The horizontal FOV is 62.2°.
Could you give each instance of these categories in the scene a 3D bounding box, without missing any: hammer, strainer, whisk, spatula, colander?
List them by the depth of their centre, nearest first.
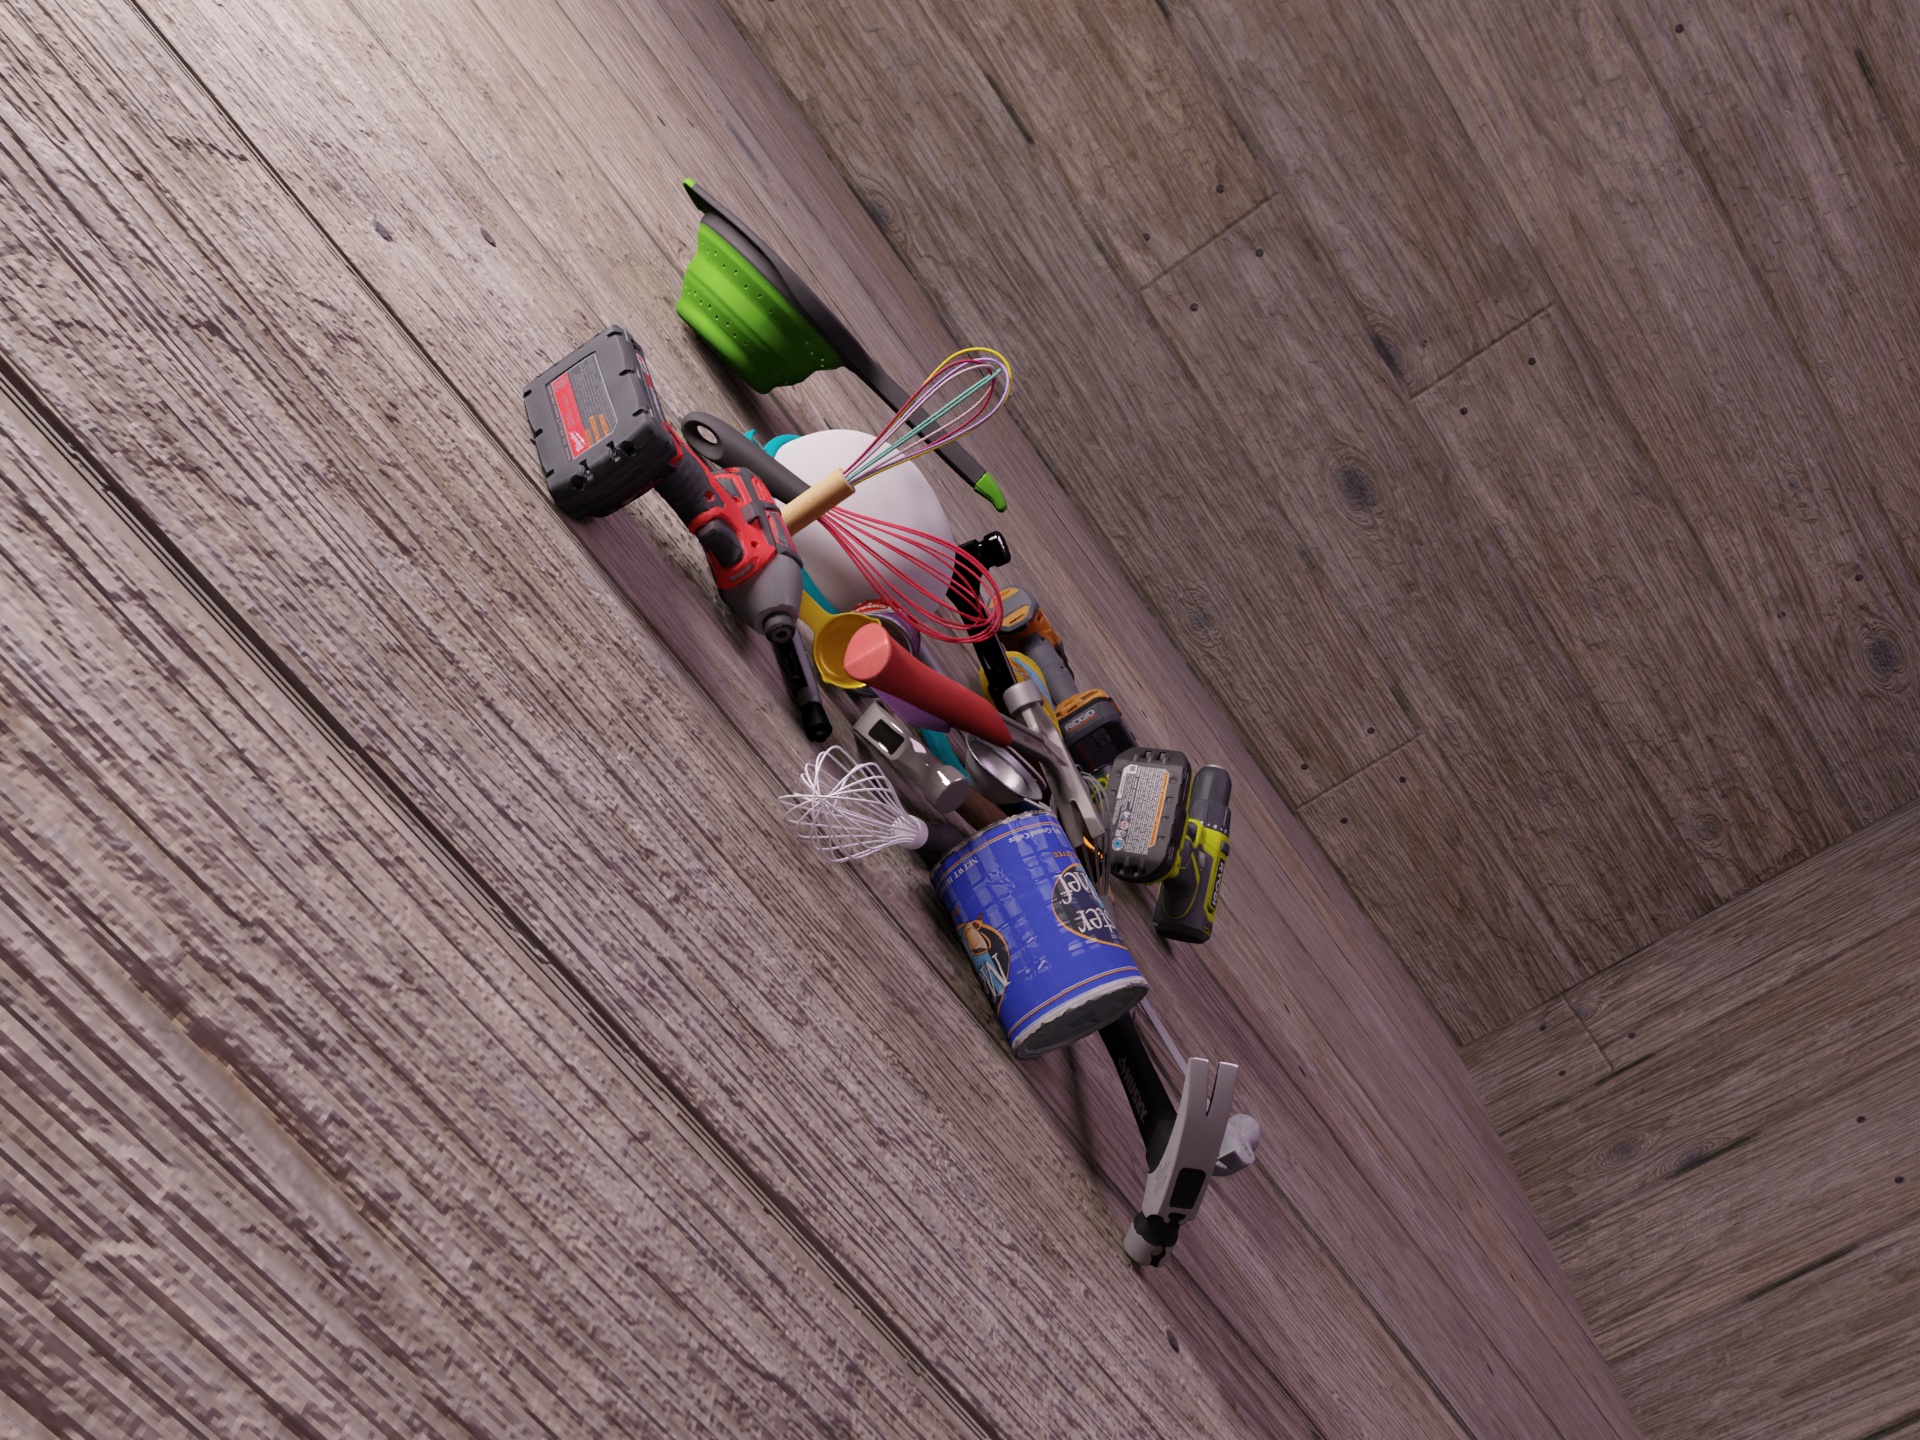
[{"bbox_3d":[-0.044,0.069,1.059,0.070,0.070,0.284,61,10,18],"label":"whisk"},{"bbox_3d":[-0.067,-0.191,1.161,0.047,0.245,0.051,51,14,-24],"label":"whisk"},{"bbox_3d":[0.119,0.228,1.169,0.035,0.146,0.335,12,22,-16],"label":"hammer"},{"bbox_3d":[0.013,0.003,1.198,0.358,0.036,0.149,27,37,-64],"label":"hammer"},{"bbox_3d":[-0.092,-0.153,1.226,0.296,0.073,0.073,34,13,4],"label":"whisk"},{"bbox_3d":[0.011,0.069,1.241,0.130,0.031,0.331,41,-1,31],"label":"hammer"},{"bbox_3d":[0.001,-0.001,1.274,0.060,0.018,0.315,44,11,20],"label":"spatula"},{"bbox_3d":[-0.042,-0.109,1.328,0.211,0.095,0.340,-6,69,-64],"label":"strainer"},{"bbox_3d":[0.118,0.153,1.349,0.055,0.055,0.239,27,50,-64],"label":"whisk"},{"bbox_3d":[0.141,0.216,1.398,0.405,0.035,0.144,59,14,8],"label":"hammer"},{"bbox_3d":[-0.002,-0.004,1.401,0.086,0.050,0.259,16,36,-57],"label":"strainer"},{"bbox_3d":[-0.125,-0.302,1.419,0.397,0.094,0.204,44,2,-4],"label":"colander"},{"bbox_3d":[0.046,0.002,1.475,0.337,0.127,0.034,66,12,-2],"label":"hammer"}]

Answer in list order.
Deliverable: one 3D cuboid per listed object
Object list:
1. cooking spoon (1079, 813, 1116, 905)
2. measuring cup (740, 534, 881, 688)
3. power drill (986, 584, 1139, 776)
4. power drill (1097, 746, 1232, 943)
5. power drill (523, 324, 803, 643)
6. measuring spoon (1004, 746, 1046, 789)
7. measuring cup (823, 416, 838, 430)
[{"bbox_3d":[0.098,0.061,1.633,0.068,0.017,0.319,70,-2,-52],"label":"cooking spoon"},{"bbox_3d":[-0.119,-0.085,1.183,0.156,0.062,0.029,43,-6,-8],"label":"measuring cup"},{"bbox_3d":[0.118,-0.028,1.788,0.226,0.084,0.185,61,5,37],"label":"power drill"},{"bbox_3d":[0.221,0.111,1.632,0.228,0.080,0.191,41,59,-57],"label":"power drill"},{"bbox_3d":[-0.178,-0.142,1.038,0.219,0.078,0.143,42,20,-54],"label":"power drill"},{"bbox_3d":[0.036,0.016,1.453,0.124,0.034,0.018,45,55,-3],"label":"measuring spoon"},{"bbox_3d":[-0.095,-0.227,1.592,0.167,0.038,0.083,51,15,-14],"label":"measuring cup"}]
